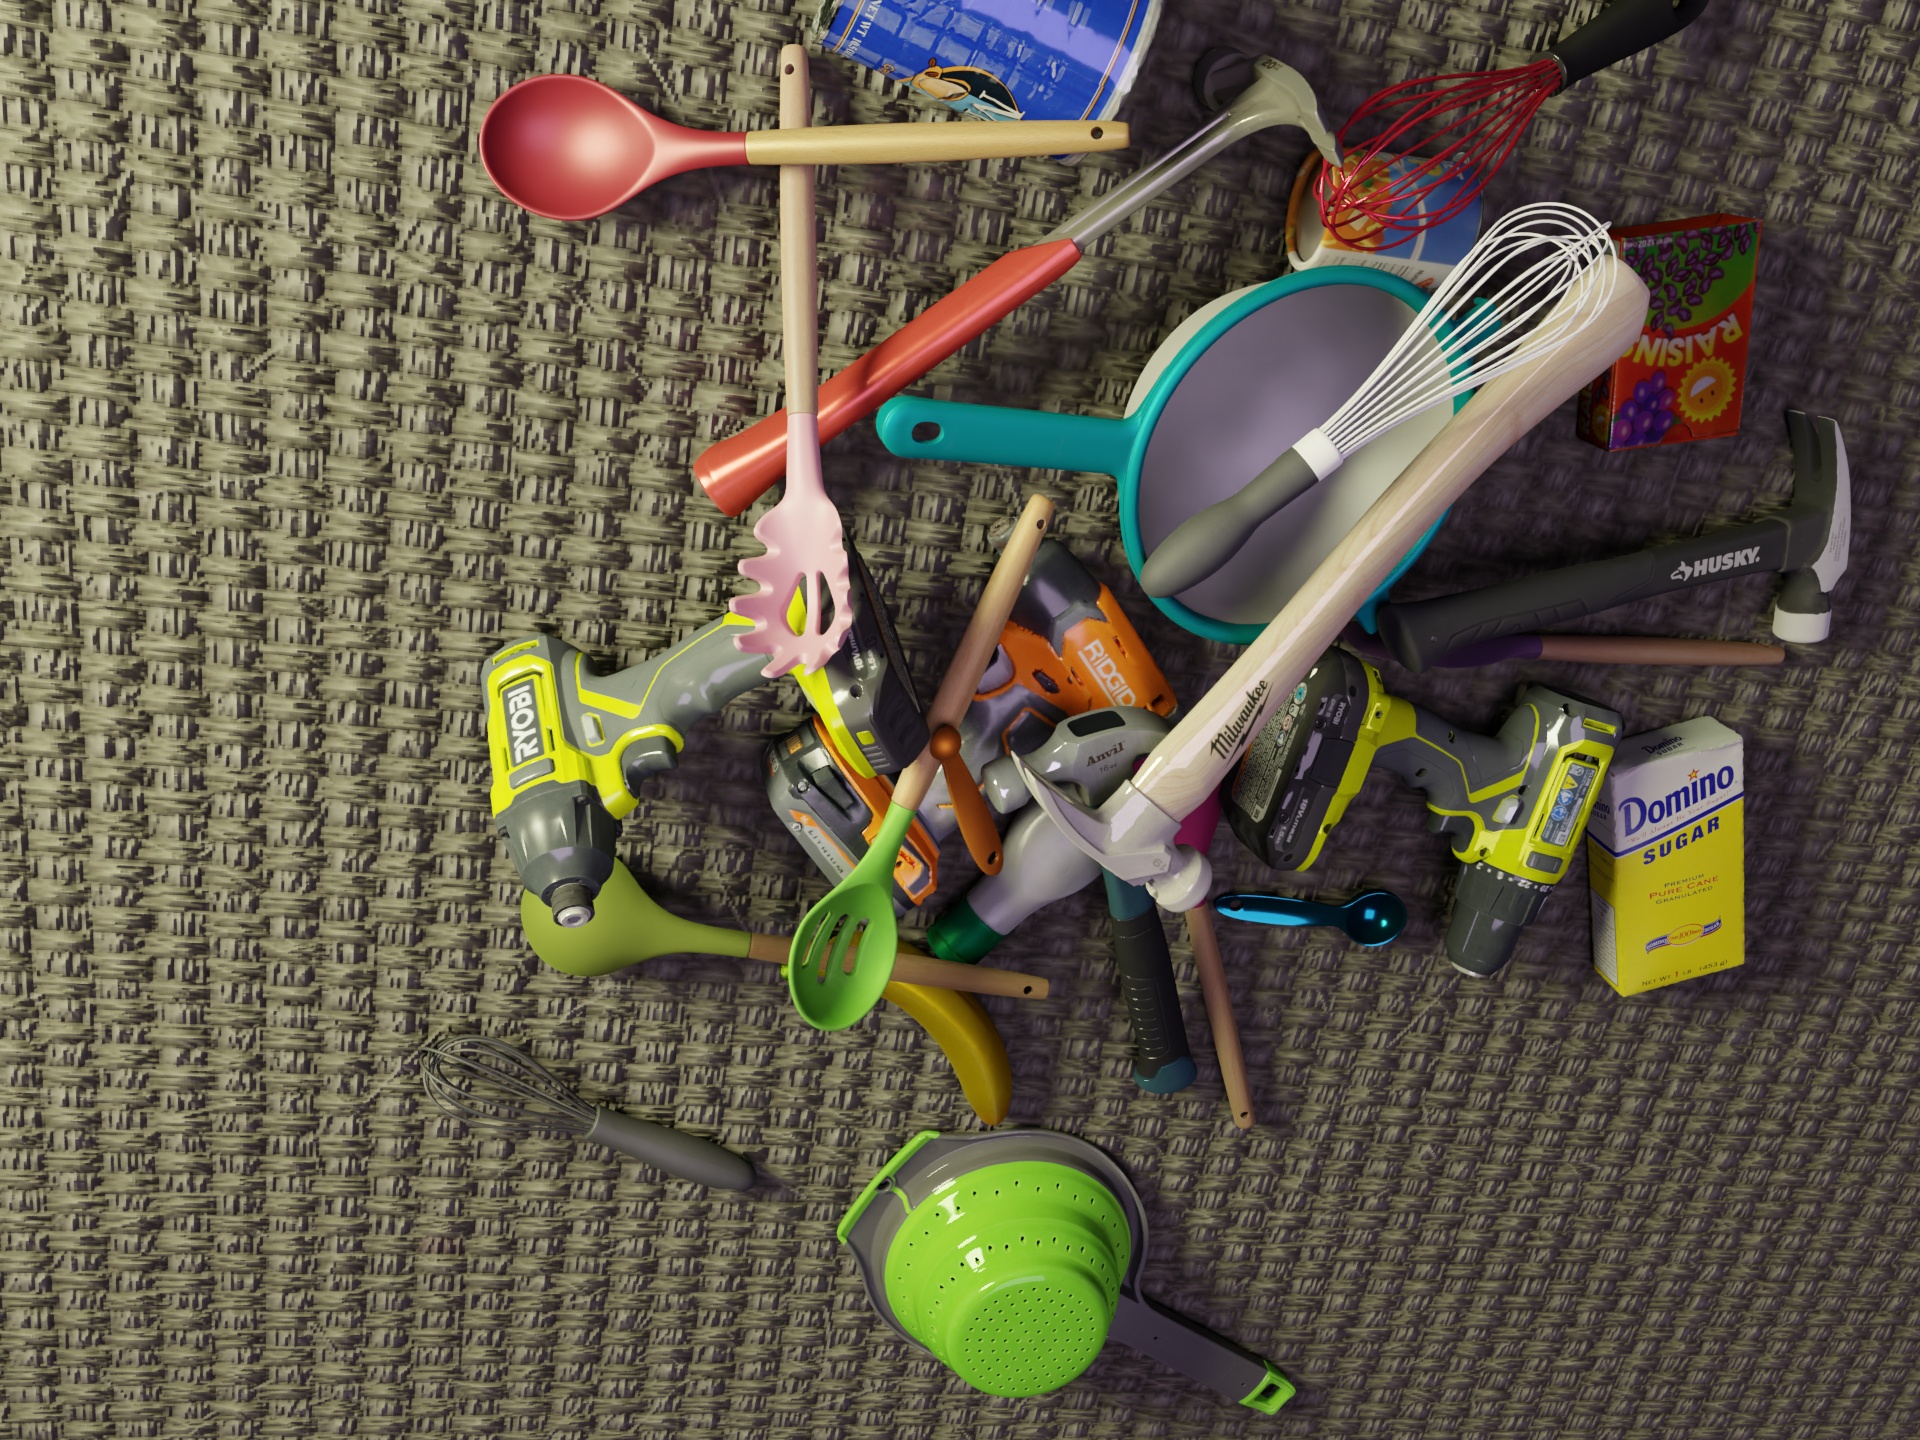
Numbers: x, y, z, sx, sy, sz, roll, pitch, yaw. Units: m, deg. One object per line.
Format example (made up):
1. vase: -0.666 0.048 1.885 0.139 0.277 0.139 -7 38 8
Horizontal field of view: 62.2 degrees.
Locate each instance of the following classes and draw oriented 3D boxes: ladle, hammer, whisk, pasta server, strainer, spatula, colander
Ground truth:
1. ladle: -0.102 0.135 0.958 0.320 0.062 0.078 11 100 -13
2. hammer: 0.202 -0.082 0.840 0.146 0.038 0.410 37 98 -34
3. hammer: 0.393 -0.088 0.942 0.334 0.035 0.146 -13 115 -18
4. whisk: -0.230 0.252 1.002 0.238 0.055 0.055 29 105 -25
5. pasta server: -0.081 -0.178 0.779 0.060 0.040 0.316 -2 87 16
6. hammer: 0.017 -0.212 0.808 0.359 0.149 0.036 -33 123 11
7. ladle: -0.077 -0.277 0.764 0.315 0.031 0.069 2 101 9
8. whisk: 0.205 -0.153 0.796 0.284 0.070 0.070 -38 114 9
9. strainer: 0.107 -0.154 0.843 0.340 0.095 0.211 1 120 -23
10. spatula: 0.382 -0.044 0.991 0.315 0.060 0.018 1 120 -17
11. hammer: 0.105 0.122 0.970 0.128 0.033 0.330 -24 131 -10
12. colander: 0.101 0.430 1.113 0.396 0.095 0.204 34 103 -22
13. whisk: 0.285 -0.320 0.807 0.296 0.073 0.073 -34 117 -20

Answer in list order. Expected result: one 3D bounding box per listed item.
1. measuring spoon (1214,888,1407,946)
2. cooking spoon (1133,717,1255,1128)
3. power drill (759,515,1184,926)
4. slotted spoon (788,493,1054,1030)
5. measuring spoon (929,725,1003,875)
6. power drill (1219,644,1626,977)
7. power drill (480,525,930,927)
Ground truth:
1. measuring spoon: 0.230 0.123 1.052 0.128 0.021 0.042 6 115 -3
2. cooking spoon: 0.158 0.140 1.038 0.069 0.017 0.318 -15 114 3
3. power drill: -0.001 -0.003 0.918 0.226 0.084 0.164 -35 114 0
4. slotted spoon: -0.018 0.023 0.865 0.070 0.031 0.314 19 99 -37
5. measuring spoon: 0.007 0.047 0.874 0.021 0.011 0.116 -41 134 -22
6. power drill: 0.285 0.056 0.991 0.228 0.080 0.190 14 103 -18
7. power drill: -0.138 0.002 0.833 0.223 0.171 0.080 -23 144 5
